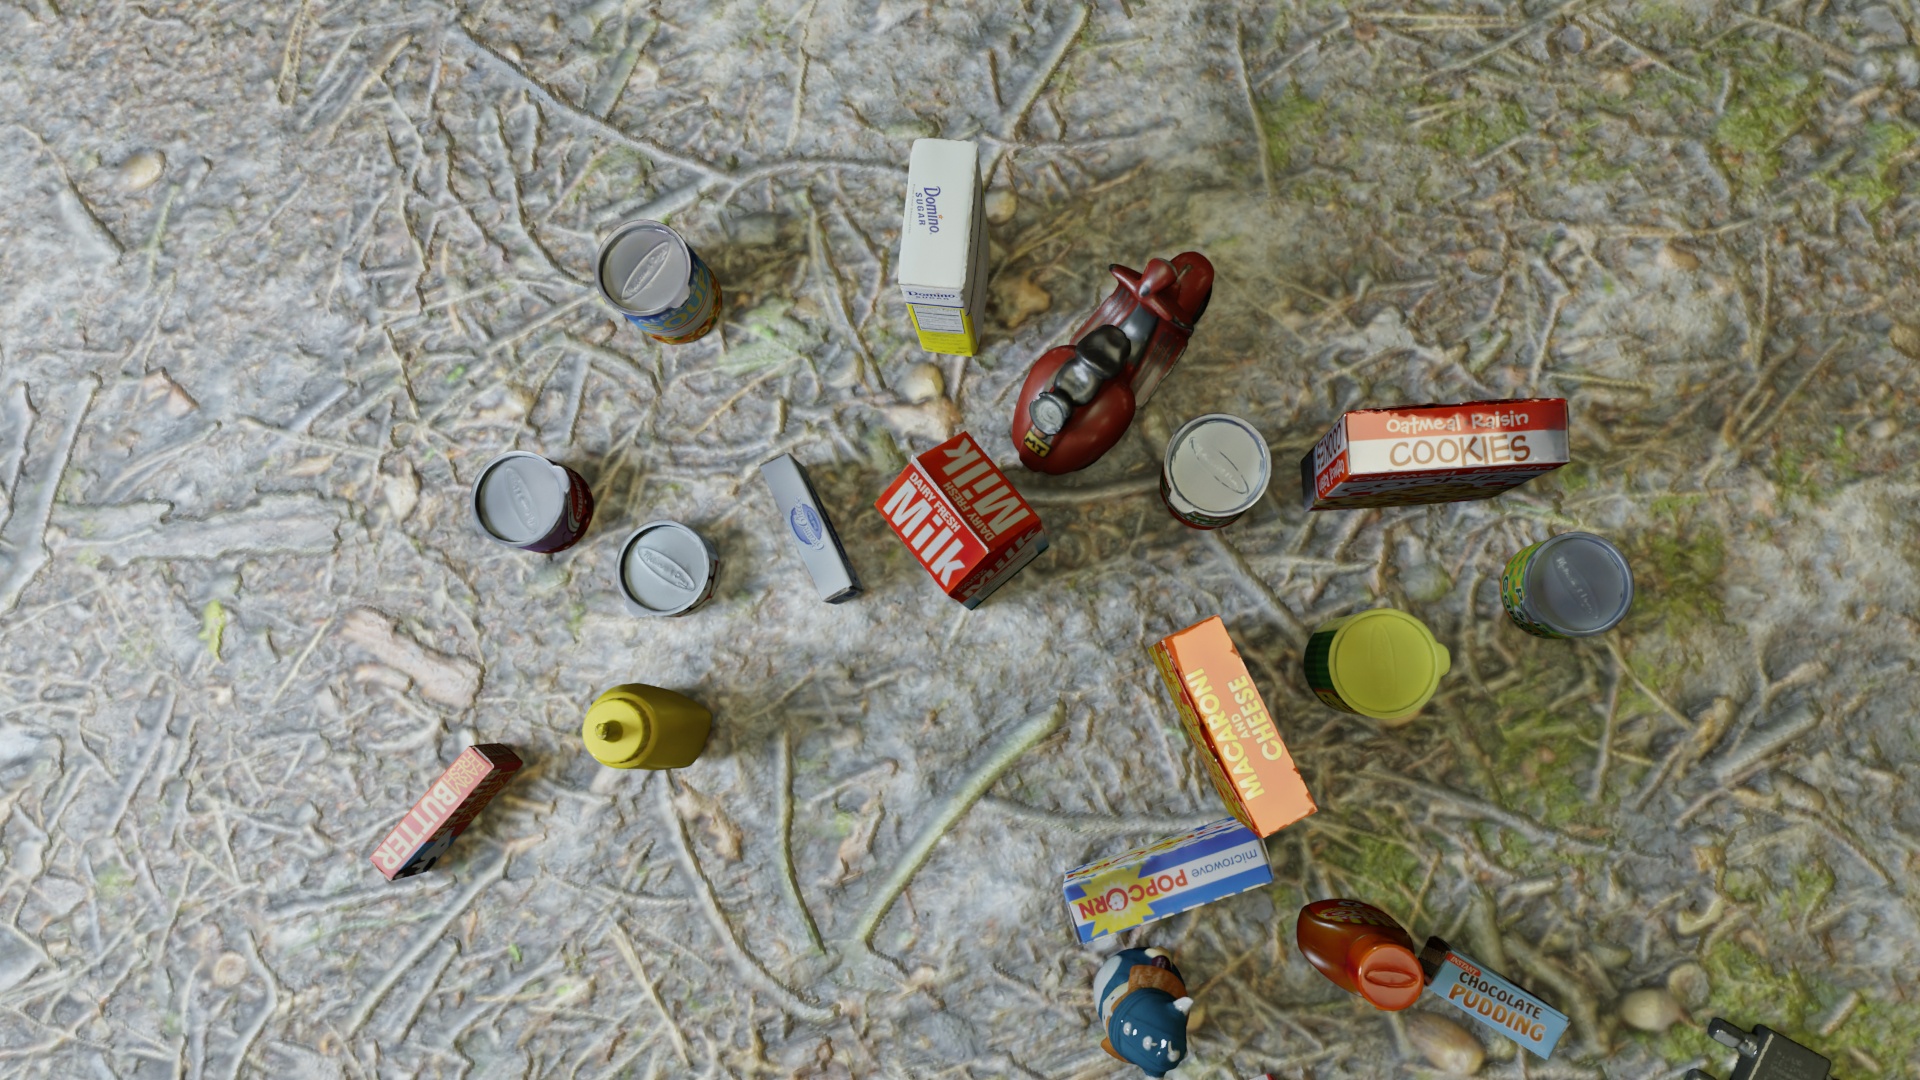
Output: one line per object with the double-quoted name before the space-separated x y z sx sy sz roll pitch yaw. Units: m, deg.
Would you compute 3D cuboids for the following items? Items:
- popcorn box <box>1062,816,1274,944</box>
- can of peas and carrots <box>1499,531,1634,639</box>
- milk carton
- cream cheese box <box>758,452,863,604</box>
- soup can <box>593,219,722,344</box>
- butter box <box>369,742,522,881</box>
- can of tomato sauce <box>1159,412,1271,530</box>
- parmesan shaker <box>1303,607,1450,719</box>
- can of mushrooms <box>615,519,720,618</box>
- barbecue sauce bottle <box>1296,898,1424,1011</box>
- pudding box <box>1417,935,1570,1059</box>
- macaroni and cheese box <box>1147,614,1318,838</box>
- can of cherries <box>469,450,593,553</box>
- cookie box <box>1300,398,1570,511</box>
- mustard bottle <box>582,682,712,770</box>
"popcorn box" 0.130 0.213 0.880 0.127 0.085 0.038 -19 82 3
"can of peas and carrots" 0.385 0.031 0.891 0.071 0.058 0.071 -1 84 5
"milk carton" 0.003 -0.011 0.865 0.073 0.190 0.072 -40 82 0
"cream cheese box" -0.100 -0.007 0.944 0.024 0.053 0.104 -27 82 2
"soup can" -0.204 -0.174 0.958 0.071 0.083 0.071 -1 84 5
"butter box" -0.349 0.183 0.945 0.024 0.053 0.103 41 89 8
"can of tomato sauce" 0.164 -0.041 0.908 0.071 0.083 0.071 -1 84 5
"parmesan shaker" 0.260 0.078 0.875 0.071 0.103 0.071 -1 84 5
"can of mushrooms" -0.203 0.022 0.960 0.071 0.033 0.071 -1 83 5
"barbecue sauce bottle" 0.243 0.248 0.834 0.065 0.148 0.043 4 84 6
"pudding box" 0.332 0.285 0.871 0.084 0.049 0.030 30 87 8
"macaroni and cheese box" 0.161 0.111 0.848 0.040 0.166 0.124 -26 82 2
"can of cherries" -0.293 -0.026 0.961 0.071 0.058 0.071 -1 84 5
"cookie box" 0.285 -0.051 0.855 0.123 0.167 0.040 -4 84 5
"mustard bottle" -0.206 0.120 0.885 0.065 0.160 0.049 20 86 7
